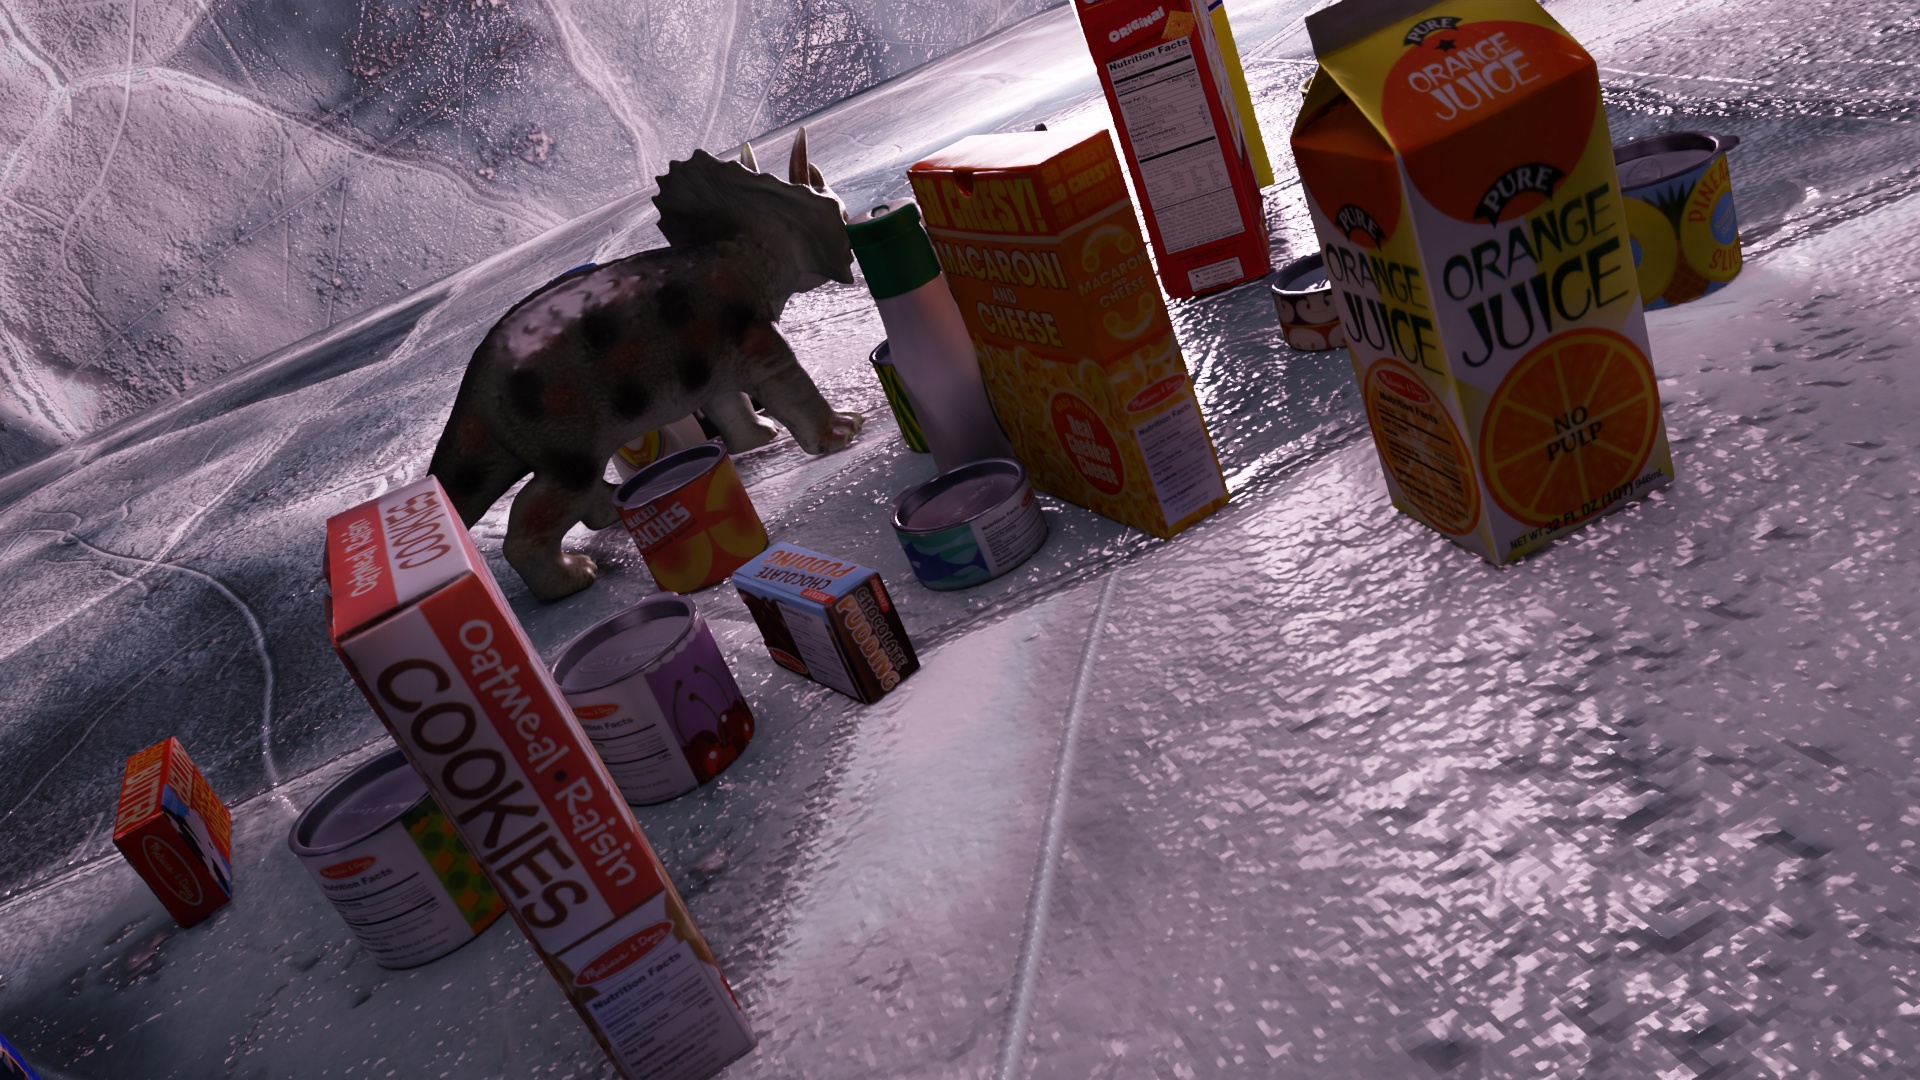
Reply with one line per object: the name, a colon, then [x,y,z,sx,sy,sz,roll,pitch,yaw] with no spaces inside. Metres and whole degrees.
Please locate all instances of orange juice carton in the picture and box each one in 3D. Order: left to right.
orange juice carton: [0.171,-0.096,0.468,0.072,0.192,0.073,-26,23,-6]

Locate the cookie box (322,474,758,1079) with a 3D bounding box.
cookie box: [-0.130,0.070,0.417,0.040,0.167,0.123,-30,24,-16]

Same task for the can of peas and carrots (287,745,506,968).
can of peas and carrots: [-0.206,0.116,0.526,0.071,0.058,0.071,-19,23,9]

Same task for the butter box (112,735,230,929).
butter box: [-0.361,0.132,0.640,0.024,0.053,0.103,-31,25,-18]

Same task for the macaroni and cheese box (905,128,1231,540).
macaroni and cheese box: [0.045,-0.091,0.606,0.040,0.166,0.124,-31,24,-17]

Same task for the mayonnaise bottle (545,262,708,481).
mayonnaise bottle: [-0.216,-0.103,0.889,0.064,0.147,0.041,-10,26,29]

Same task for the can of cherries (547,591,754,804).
can of cherries: [-0.123,0.063,0.565,0.071,0.058,0.072,-19,23,9]

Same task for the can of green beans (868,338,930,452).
can of green beans: [-0.011,-0.090,0.791,0.071,0.057,0.071,-19,23,9]

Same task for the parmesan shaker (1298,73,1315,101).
parmesan shaker: [0.236,-0.213,0.772,0.071,0.102,0.071,-19,23,9]

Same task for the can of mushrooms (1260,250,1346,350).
can of mushrooms: [0.192,-0.126,0.713,0.071,0.033,0.071,-19,24,9]

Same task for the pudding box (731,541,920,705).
pudding box: [-0.058,0.033,0.580,0.030,0.049,0.084,-35,26,-26]

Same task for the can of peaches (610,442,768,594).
can of peaches: [-0.145,-0.011,0.741,0.071,0.058,0.071,-19,23,9]

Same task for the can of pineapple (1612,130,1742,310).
can of pineapple: [0.305,-0.140,0.611,0.071,0.057,0.071,-19,23,9]

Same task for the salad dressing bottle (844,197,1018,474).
salad dressing bottle: [-0.013,-0.094,0.687,0.044,0.147,0.064,-22,23,3]

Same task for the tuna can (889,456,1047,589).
tuna can: [0.002,-0.008,0.634,0.071,0.032,0.071,-19,24,9]
